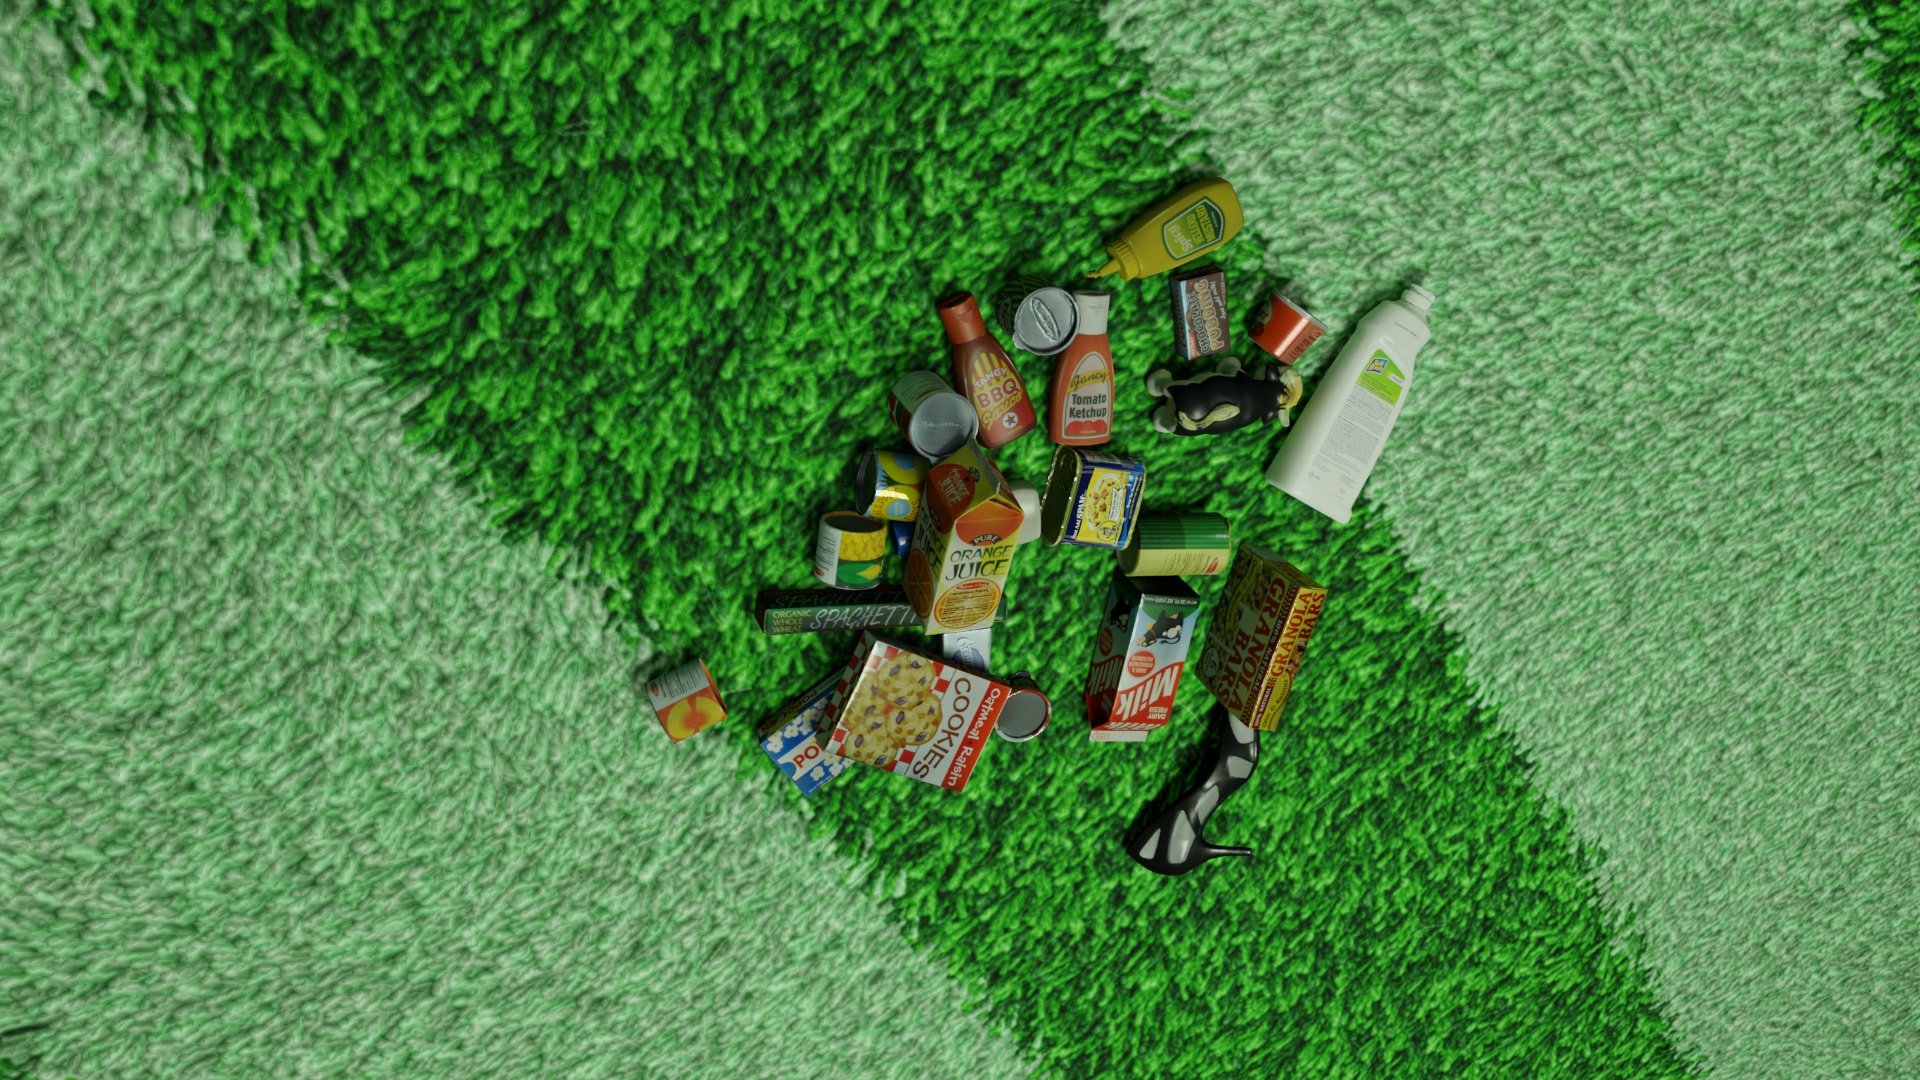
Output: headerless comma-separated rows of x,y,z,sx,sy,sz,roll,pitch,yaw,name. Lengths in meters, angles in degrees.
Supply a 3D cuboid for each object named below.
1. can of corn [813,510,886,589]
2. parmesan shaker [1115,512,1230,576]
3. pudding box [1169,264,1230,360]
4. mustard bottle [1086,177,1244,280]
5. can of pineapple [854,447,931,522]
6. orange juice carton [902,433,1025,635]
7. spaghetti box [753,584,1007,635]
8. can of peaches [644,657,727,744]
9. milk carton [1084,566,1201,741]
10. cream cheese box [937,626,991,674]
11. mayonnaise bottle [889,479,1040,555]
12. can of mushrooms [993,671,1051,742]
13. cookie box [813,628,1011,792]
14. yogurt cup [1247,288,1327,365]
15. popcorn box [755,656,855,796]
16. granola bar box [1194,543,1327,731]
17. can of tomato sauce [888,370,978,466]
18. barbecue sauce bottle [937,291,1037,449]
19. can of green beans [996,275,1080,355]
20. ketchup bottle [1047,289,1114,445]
-0.104,0.008,1.344,0.071,0.071,0.058,2,110,-19,can of corn
0.221,0.001,1.447,0.103,0.071,0.071,0,111,-18,parmesan shaker
0.239,-0.227,1.384,0.050,0.030,0.083,-15,114,-11,pudding box
0.193,-0.289,1.333,0.160,0.049,0.065,-31,115,-5,mustard bottle
-0.064,-0.051,1.331,0.058,0.071,0.070,8,108,-21,can of pineapple
0.004,-0.005,1.305,0.073,0.072,0.191,-7,135,-23,orange juice carton
-0.077,0.066,1.384,0.250,0.050,0.028,-2,110,-17,spaghetti box
-0.265,0.157,1.349,0.058,0.071,0.071,-27,117,-7,can of peaches
0.189,0.131,1.485,0.072,0.073,0.189,4,110,-20,milk carton
0.003,0.135,1.452,0.053,0.024,0.103,-6,112,-17,cream cheese box
0.005,-0.017,1.384,0.148,0.041,0.064,-12,120,-12,mayonnaise bottle
0.062,0.178,1.484,0.071,0.033,0.070,-6,113,-15,can of mushrooms
-0.046,0.173,1.402,0.167,0.040,0.123,22,96,-29,cookie box
0.327,-0.213,1.401,0.072,0.073,0.053,28,108,-26,yogurt cup
-0.133,0.190,1.421,0.127,0.038,0.085,-36,118,-2,popcorn box
0.318,0.102,1.487,0.039,0.124,0.165,9,107,-23,granola bar box
-0.027,-0.117,1.309,0.071,0.083,0.071,-7,113,-16,can of tomato sauce
0.021,-0.164,1.329,0.065,0.044,0.148,-29,117,-11,barbecue sauce bottle
0.073,-0.214,1.318,0.071,0.058,0.071,-7,113,-16,can of green beans
0.121,-0.169,1.360,0.065,0.043,0.148,-4,111,-18,ketchup bottle
